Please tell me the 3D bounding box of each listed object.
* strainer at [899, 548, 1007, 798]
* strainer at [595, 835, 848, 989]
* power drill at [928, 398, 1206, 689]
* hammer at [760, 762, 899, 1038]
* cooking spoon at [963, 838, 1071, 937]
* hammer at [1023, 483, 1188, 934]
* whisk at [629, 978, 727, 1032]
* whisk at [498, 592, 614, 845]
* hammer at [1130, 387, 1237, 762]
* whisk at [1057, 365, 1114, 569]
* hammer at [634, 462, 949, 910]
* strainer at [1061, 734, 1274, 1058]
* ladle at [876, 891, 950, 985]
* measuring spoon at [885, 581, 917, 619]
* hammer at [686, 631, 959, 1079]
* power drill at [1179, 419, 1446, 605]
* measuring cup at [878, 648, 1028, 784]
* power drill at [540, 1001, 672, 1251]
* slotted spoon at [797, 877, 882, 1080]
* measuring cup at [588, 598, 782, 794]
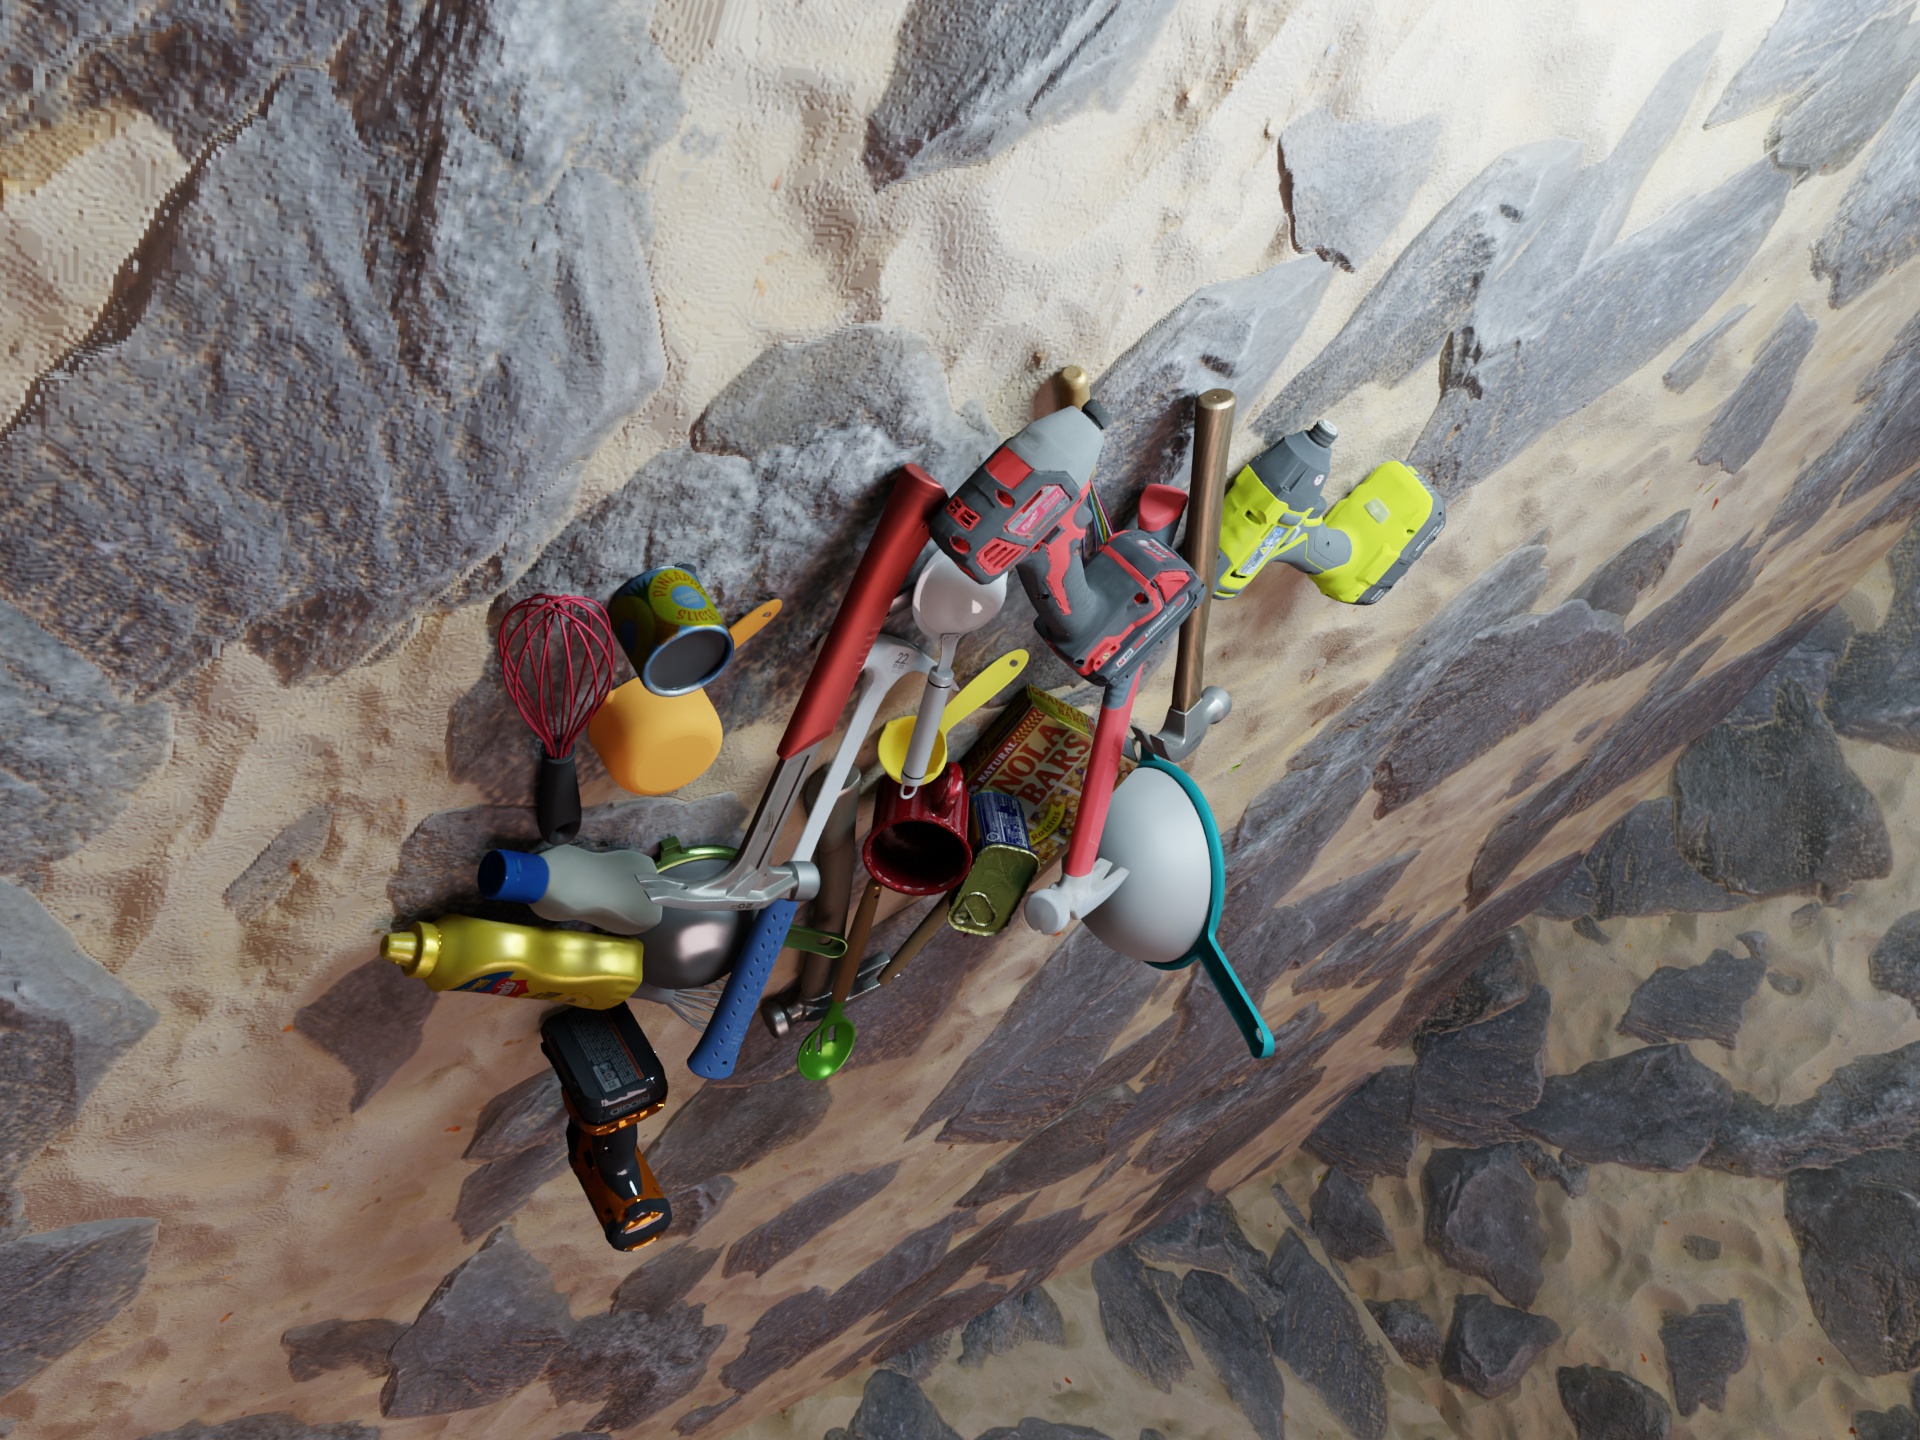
[{"bbox_3d":[-0.011,-0.039,1.207,0.087,0.050,0.258,-12,133,-35],"label":"strainer"},{"bbox_3d":[-0.185,0.192,1.357,0.256,0.069,0.151,20,116,-43],"label":"strainer"},{"bbox_3d":[0.082,-0.125,1.120,0.143,0.079,0.219,-46,142,3],"label":"power drill"},{"bbox_3d":[-0.111,0.165,1.477,0.146,0.038,0.410,-23,149,-23],"label":"hammer"},{"bbox_3d":[0.071,0.157,1.608,0.069,0.017,0.318,-28,166,-32],"label":"cooking spoon"},{"bbox_3d":[0.137,-0.010,1.333,0.143,0.038,0.386,-25,132,-55],"label":"hammer"},{"bbox_3d":[-0.265,0.246,1.430,0.055,0.055,0.238,-40,147,10],"label":"whisk"},{"bbox_3d":[-0.267,0.009,1.060,0.073,0.073,0.295,-20,154,-25],"label":"whisk"},{"bbox_3d":[0.188,-0.106,1.270,0.130,0.031,0.331,-40,142,-41],"label":"hammer"},{"bbox_3d":[0.090,-0.167,1.180,0.047,0.051,0.244,-24,147,-7],"label":"whisk"},{"bbox_3d":[-0.104,-0.016,1.125,0.149,0.037,0.359,6,119,-43],"label":"hammer"},{"bbox_3d":[0.184,0.188,1.523,0.095,0.341,0.210,-2,133,-27],"label":"strainer"},{"bbox_3d":[0.024,0.154,1.549,0.320,0.062,0.078,-51,153,17],"label":"ladle"},{"bbox_3d":[-0.015,-0.100,1.194,0.124,0.018,0.034,-31,151,-5],"label":"measuring spoon"},{"bbox_3d":[-0.125,0.114,1.276,0.144,0.035,0.405,3,117,-51],"label":"hammer"},{"bbox_3d":[0.311,-0.174,1.368,0.223,0.080,0.171,2,136,-43],"label":"power drill"},{"bbox_3d":[-0.002,-0.004,1.331,0.156,0.062,0.029,-40,163,-12],"label":"measuring cup"},{"bbox_3d":[-0.324,0.355,1.443,0.084,0.164,0.226,-18,135,-27],"label":"power drill"},{"bbox_3d":[-0.112,0.252,1.543,0.070,0.031,0.313,-19,145,-32],"label":"slotted spoon"},{"bbox_3d":[-0.180,-0.014,1.114,0.173,0.052,0.095,-39,151,12],"label":"measuring cup"}]
